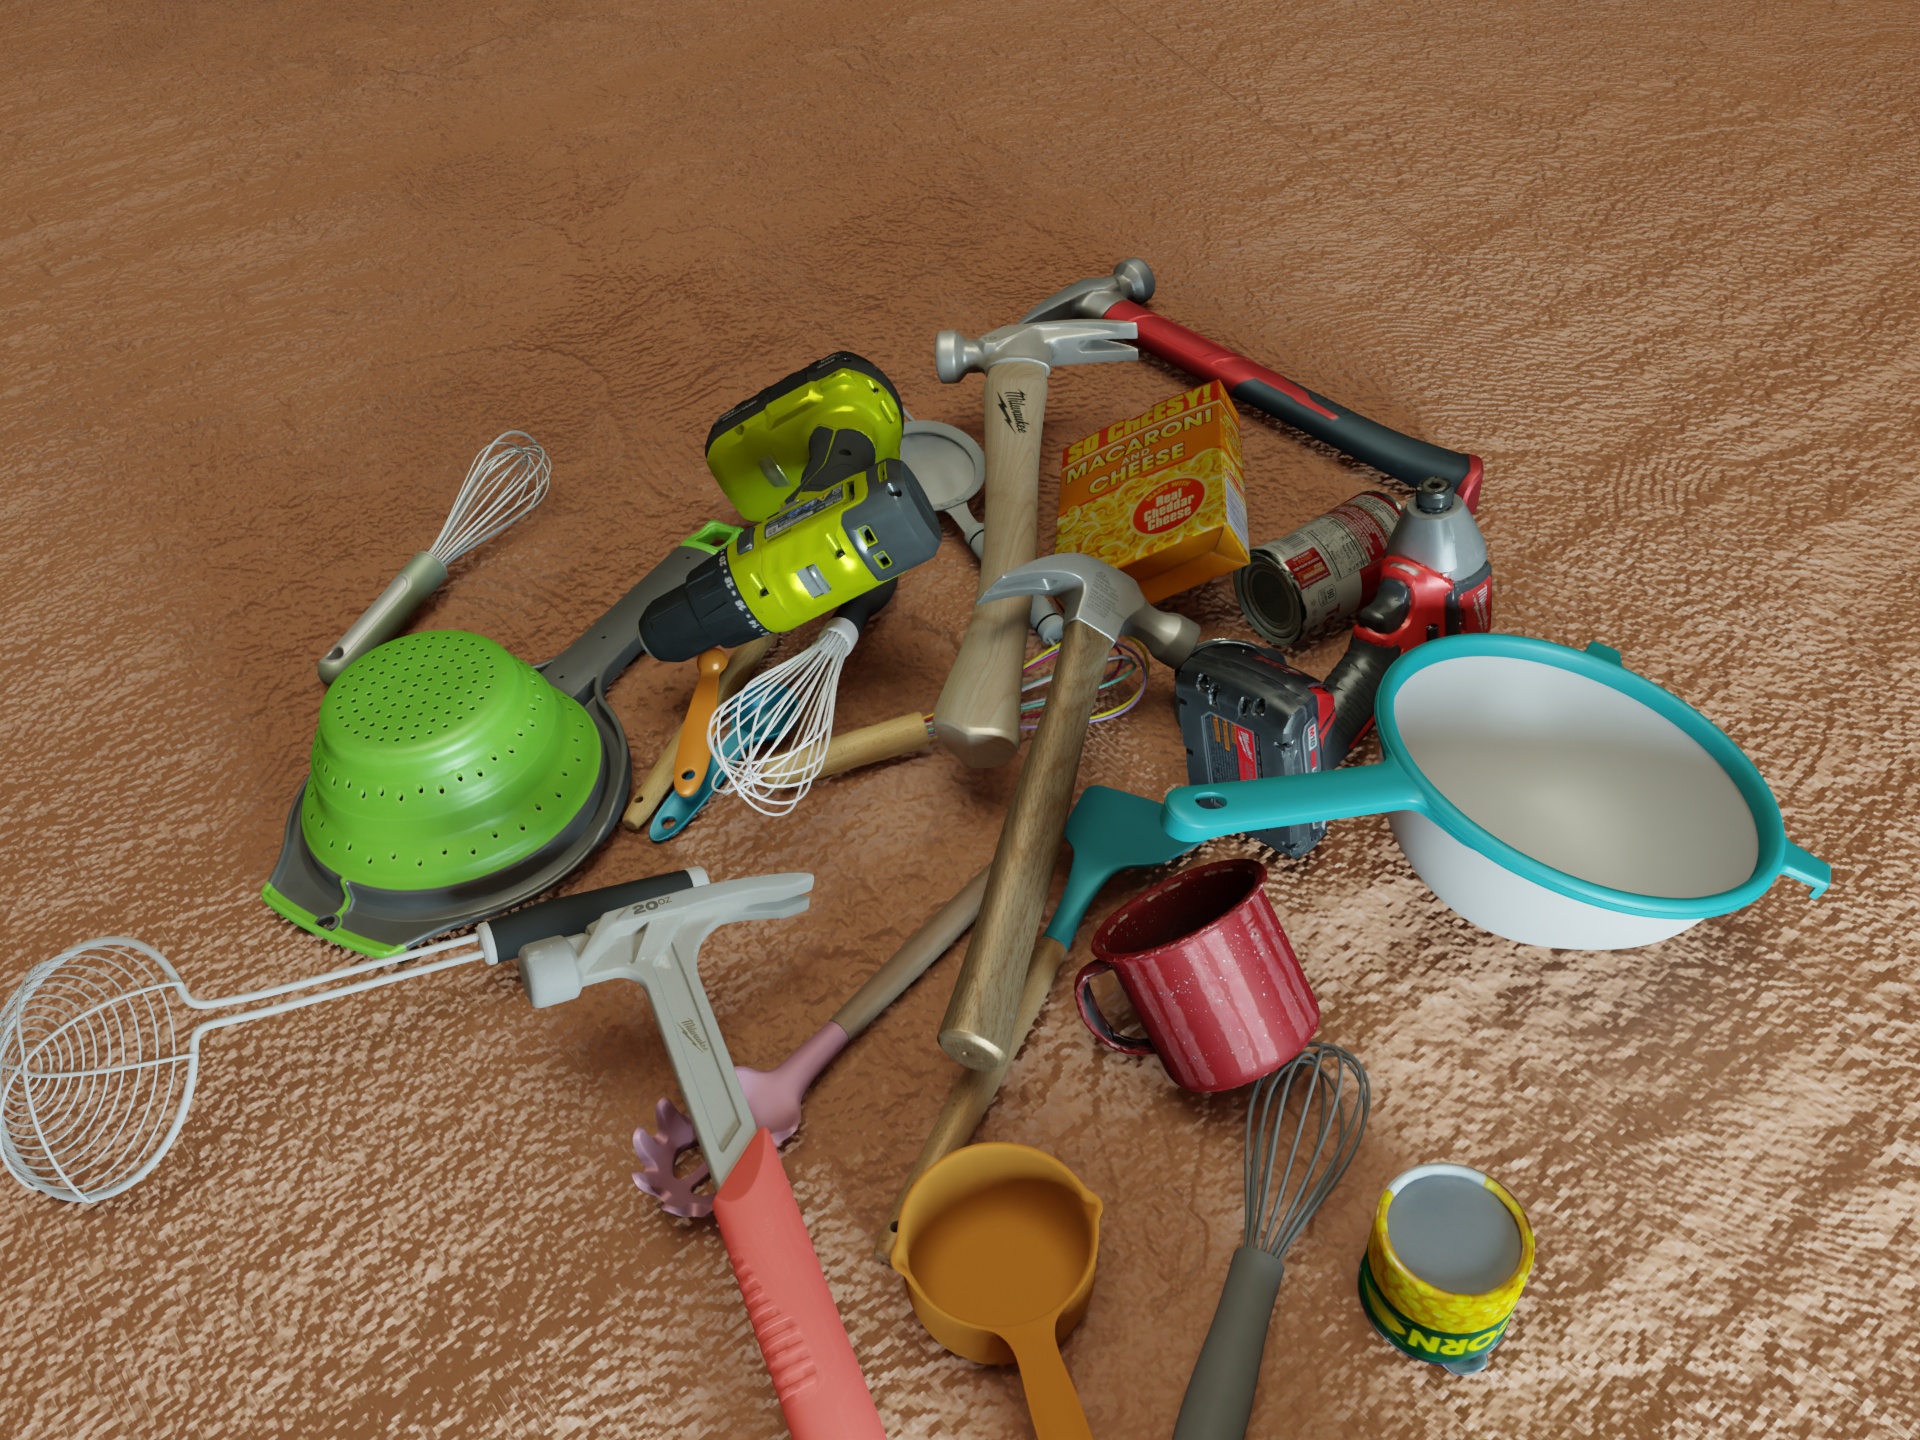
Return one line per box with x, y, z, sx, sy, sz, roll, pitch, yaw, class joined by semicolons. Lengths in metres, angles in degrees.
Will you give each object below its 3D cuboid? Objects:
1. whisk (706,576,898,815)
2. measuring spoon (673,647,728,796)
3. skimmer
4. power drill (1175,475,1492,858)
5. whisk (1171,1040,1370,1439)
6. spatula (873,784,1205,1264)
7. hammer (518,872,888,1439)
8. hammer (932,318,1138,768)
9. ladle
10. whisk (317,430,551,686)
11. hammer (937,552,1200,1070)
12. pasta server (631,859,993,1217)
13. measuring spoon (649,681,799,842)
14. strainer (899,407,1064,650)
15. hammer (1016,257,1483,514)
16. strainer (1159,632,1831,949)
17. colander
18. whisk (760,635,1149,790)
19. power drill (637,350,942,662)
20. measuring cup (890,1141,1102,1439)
-0.084;-0.034;0.964;0.070;0.070;0.285;8;32;12;whisk
-0.157;-0.002;0.958;0.021;0.011;0.117;1;49;4;measuring spoon
-0.311;0.142;0.834;0.363;0.090;0.127;-14;69;-25;skimmer
0.225;-0.036;0.905;0.220;0.143;0.079;-37;44;-27;power drill
0.134;0.242;0.702;0.055;0.055;0.239;15;52;18;whisk
0.039;0.143;0.822;0.082;0.044;0.318;18;53;22;spatula
-0.075;0.226;0.697;0.149;0.036;0.359;-13;53;-23;hammer
0.041;-0.132;1.022;0.146;0.038;0.411;-2;46;9;hammer
-0.132;-0.047;1.022;0.069;0.031;0.316;7;47;25;ladle
-0.357;-0.112;1.089;0.058;0.059;0.246;7;49;28;whisk
0.044;0.034;0.846;0.130;0.031;0.332;30;49;-13;hammer
-0.044;0.139;0.819;0.060;0.040;0.316;37;55;18;pasta server
-0.143;0.029;0.957;0.042;0.021;0.129;27;61;21;measuring spoon
0.007;-0.128;1.085;0.087;0.050;0.259;-23;53;-18;strainer
0.213;-0.242;1.188;0.143;0.038;0.387;-34;52;-26;hammer
0.247;0.057;0.814;0.340;0.095;0.211;-5;42;-20;strainer
-0.260;-0.036;0.967;0.204;0.094;0.397;18;48;24;colander
-0.002;-0.005;0.960;0.245;0.047;0.051;-17;32;-8;whisk
-0.111;-0.133;1.010;0.190;0.080;0.229;-25;33;13;power drill
0.029;0.267;0.676;0.095;0.052;0.174;-13;47;-10;measuring cup
